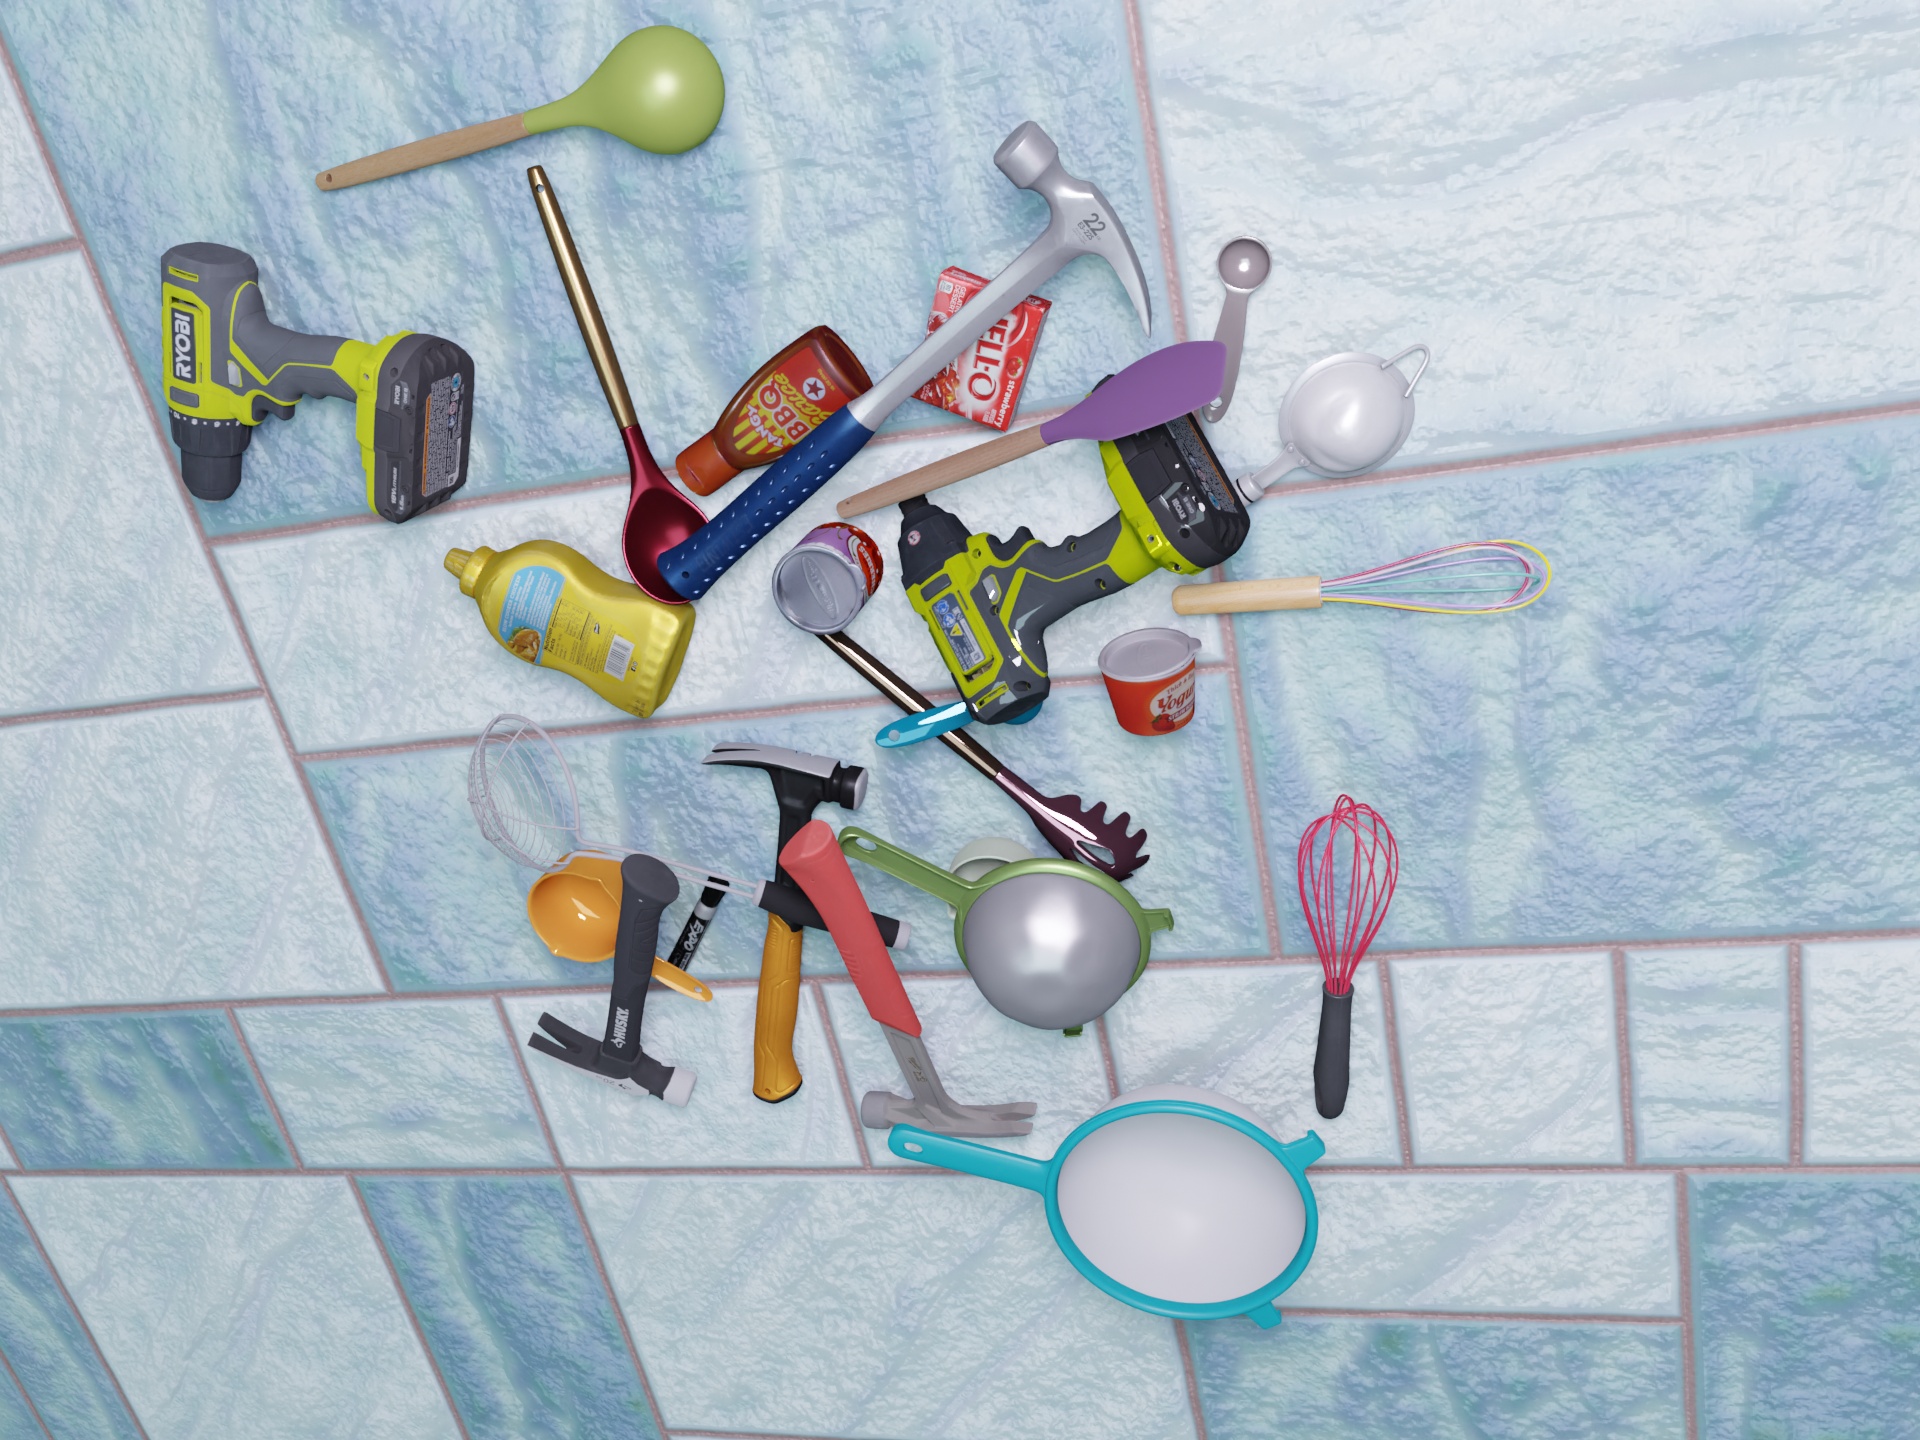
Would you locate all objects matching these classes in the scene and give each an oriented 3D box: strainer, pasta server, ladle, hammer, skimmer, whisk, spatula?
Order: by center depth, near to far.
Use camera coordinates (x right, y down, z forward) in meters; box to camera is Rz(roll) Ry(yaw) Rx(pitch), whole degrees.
[{"bbox_3d":[0.035,-0.178,1.022,0.316,0.060,0.018,-14,145,39],"label":"spatula"},{"bbox_3d":[0.197,-0.155,1.040,0.258,0.050,0.086,-34,117,30],"label":"strainer"},{"bbox_3d":[-0.053,-0.201,1.044,0.405,0.035,0.144,-35,115,29],"label":"hammer"},{"bbox_3d":[0.262,-0.090,1.057,0.245,0.051,0.047,-2,94,21],"label":"whisk"},{"bbox_3d":[-0.302,-0.394,1.066,0.320,0.062,0.078,-4,105,25],"label":"ladle"},{"bbox_3d":[-0.246,-0.233,1.129,0.069,0.031,0.315,-18,108,-3],"label":"ladle"},{"bbox_3d":[0.280,0.181,1.172,0.073,0.073,0.295,4,121,14],"label":"whisk"},{"bbox_3d":[0.020,0.156,1.175,0.256,0.069,0.151,28,123,-10],"label":"strainer"},{"bbox_3d":[0.009,0.019,1.185,0.316,0.040,0.060,39,119,-1],"label":"pasta server"},{"bbox_3d":[-0.051,0.211,1.230,0.149,0.037,0.358,-3,132,18],"label":"hammer"},{"bbox_3d":[-0.210,0.097,1.238,0.363,0.090,0.127,18,125,-7],"label":"skimmer"},{"bbox_3d":[0.116,0.352,1.276,0.340,0.095,0.210,11,116,10],"label":"strainer"},{"bbox_3d":[-0.271,0.209,1.282,0.146,0.035,0.334,19,139,-1],"label":"hammer"},{"bbox_3d":[-0.152,0.174,1.298,0.127,0.034,0.336,12,118,9],"label":"hammer"}]

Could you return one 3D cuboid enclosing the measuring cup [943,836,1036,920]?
[{"bbox_3d":[0.053,0.157,1.236,0.083,0.038,0.167,-28,115,25],"label":"measuring cup"}]

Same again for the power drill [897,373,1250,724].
[{"bbox_3d":[0.062,-0.122,1.056,0.223,0.080,0.171,-33,76,28],"label":"power drill"}]

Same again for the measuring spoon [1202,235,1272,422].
[{"bbox_3d":[0.173,-0.250,1.017,0.034,0.018,0.124,13,125,9],"label":"measuring spoon"}]

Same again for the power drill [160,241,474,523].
[{"bbox_3d":[-0.482,-0.228,1.171,0.228,0.080,0.190,19,119,9],"label":"power drill"}]

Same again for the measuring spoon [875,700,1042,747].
[{"bbox_3d":[-0.002,-0.004,1.154,0.128,0.021,0.042,-18,92,4],"label":"measuring spoon"}]

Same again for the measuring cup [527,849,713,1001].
[{"bbox_3d":[-0.273,0.173,1.322,0.173,0.052,0.095,33,119,-5],"label":"measuring cup"}]
